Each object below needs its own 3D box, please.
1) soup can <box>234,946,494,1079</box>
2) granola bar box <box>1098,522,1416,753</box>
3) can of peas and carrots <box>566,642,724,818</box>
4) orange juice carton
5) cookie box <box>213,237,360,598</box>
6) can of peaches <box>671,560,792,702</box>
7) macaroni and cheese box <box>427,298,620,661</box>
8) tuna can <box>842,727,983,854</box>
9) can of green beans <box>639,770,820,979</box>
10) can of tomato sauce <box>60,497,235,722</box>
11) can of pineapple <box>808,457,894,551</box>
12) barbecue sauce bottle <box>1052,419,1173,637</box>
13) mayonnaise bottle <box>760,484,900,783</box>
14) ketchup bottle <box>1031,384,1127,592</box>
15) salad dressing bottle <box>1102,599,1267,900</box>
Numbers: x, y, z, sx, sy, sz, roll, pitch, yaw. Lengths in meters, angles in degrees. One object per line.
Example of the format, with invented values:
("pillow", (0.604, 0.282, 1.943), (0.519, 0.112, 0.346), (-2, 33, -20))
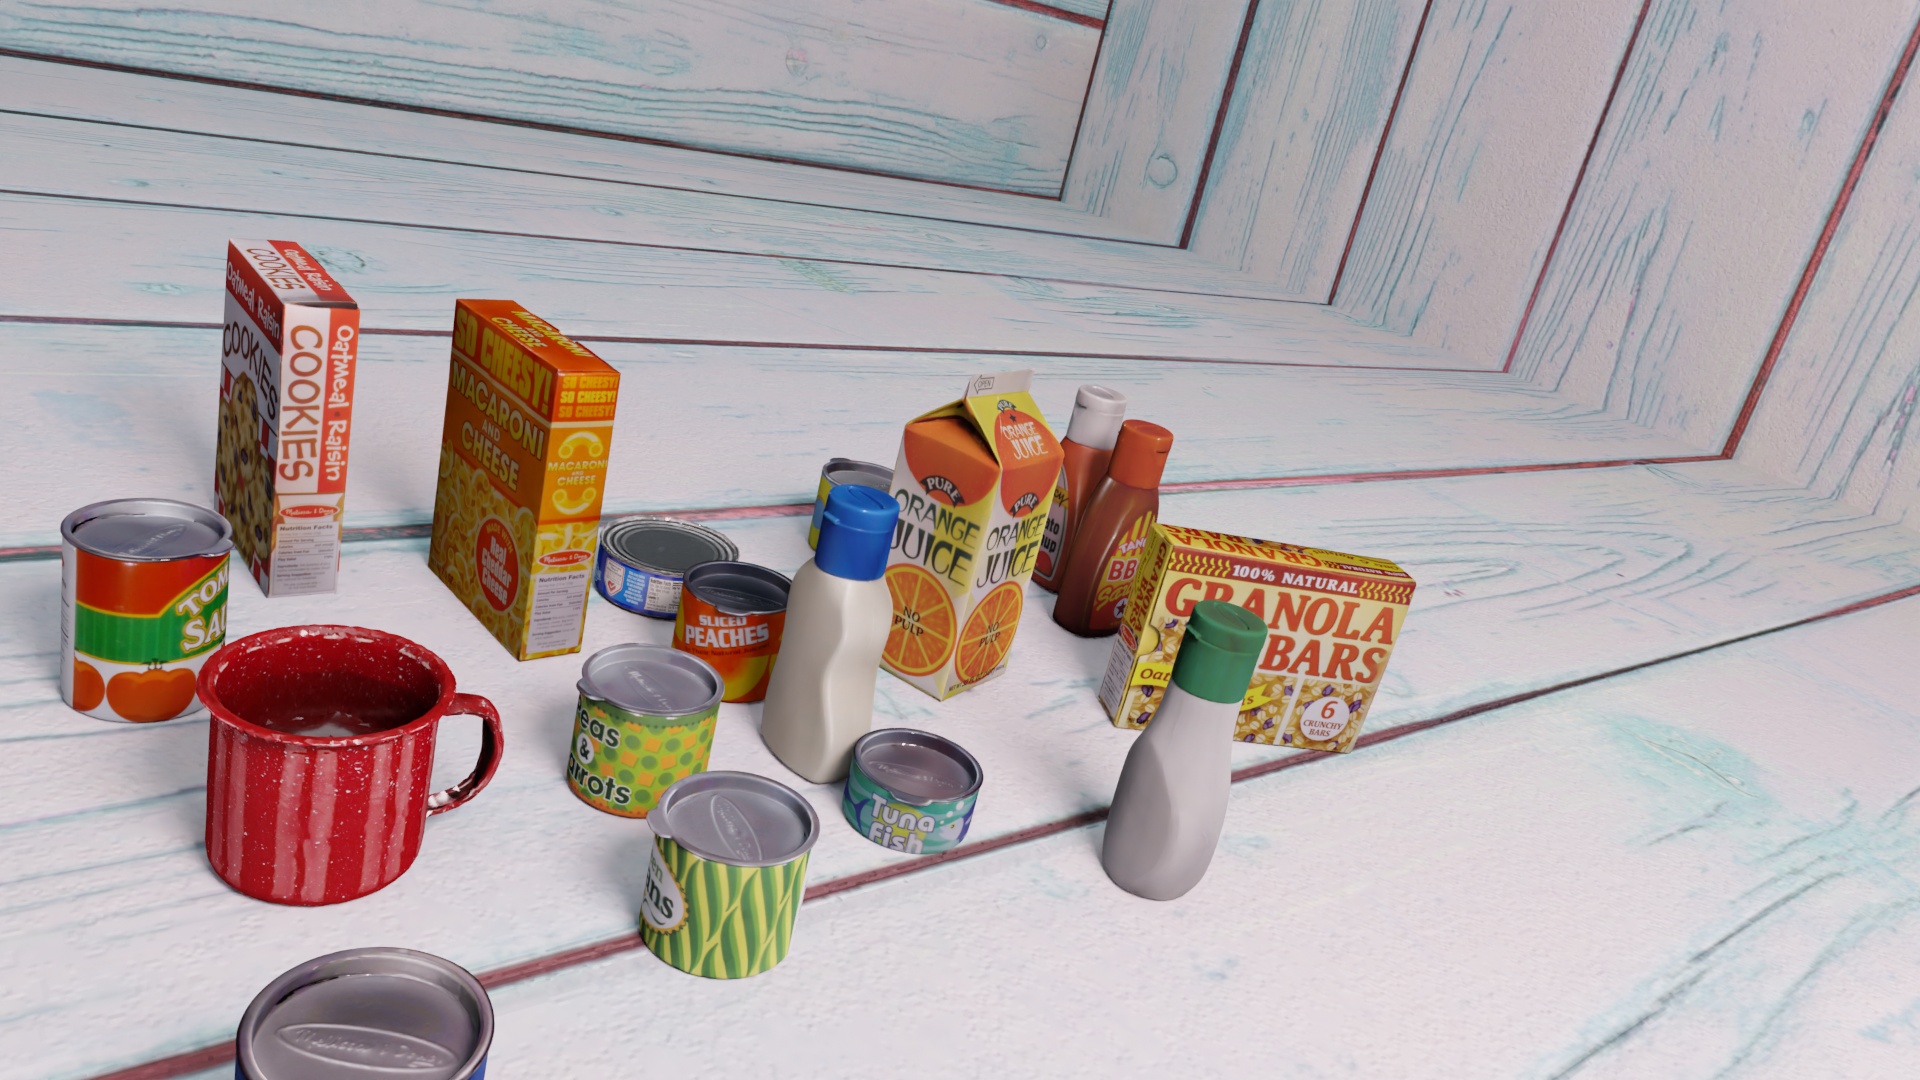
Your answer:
("soup can", (-0.174, 0.173, 0.397), (0.071, 0.083, 0.071), (13, 20, -5))
("granola bar box", (0.182, 0.062, 0.855), (0.166, 0.123, 0.039), (8, 21, -16))
("can of peas and carrots", (-0.152, 0.090, 0.658), (0.071, 0.058, 0.071), (13, 21, -5))
("orange juice carton", (0.003, -0.010, 0.828), (0.073, 0.191, 0.072), (26, 23, 29))
("cookie box", (-0.375, -0.071, 0.771), (0.040, 0.166, 0.123), (-4, 27, -40))
("can of peaches", (-0.127, 0.051, 0.775), (0.071, 0.057, 0.071), (13, 21, -5))
("macaroni and cheese box", (-0.245, -0.036, 0.769), (0.040, 0.165, 0.124), (-6, 29, -44))
("tuna can", (-0.024, 0.125, 0.689), (0.071, 0.032, 0.071), (13, 21, -5))
("can of green beans", (-0.096, 0.137, 0.574), (0.071, 0.057, 0.071), (13, 21, -5))
("can of tomato sauce", (-0.368, 0.032, 0.632), (0.071, 0.082, 0.071), (13, 20, -5))
("can of pineapple", (-0.072, -0.020, 0.994), (0.071, 0.057, 0.071), (13, 21, -5))
("barbecue sauce bottle", (0.108, -0.009, 0.955), (0.044, 0.148, 0.065), (30, 25, 36))
("mayonnaise bottle", (-0.063, 0.046, 0.703), (0.041, 0.147, 0.065), (-4, 27, -41))
("ketchup bottle", (0.086, -0.039, 1.017), (0.043, 0.148, 0.065), (3, 23, -28))
("salad dressing bottle", (0.110, 0.102, 0.673), (0.044, 0.147, 0.064), (5, 22, -24))
